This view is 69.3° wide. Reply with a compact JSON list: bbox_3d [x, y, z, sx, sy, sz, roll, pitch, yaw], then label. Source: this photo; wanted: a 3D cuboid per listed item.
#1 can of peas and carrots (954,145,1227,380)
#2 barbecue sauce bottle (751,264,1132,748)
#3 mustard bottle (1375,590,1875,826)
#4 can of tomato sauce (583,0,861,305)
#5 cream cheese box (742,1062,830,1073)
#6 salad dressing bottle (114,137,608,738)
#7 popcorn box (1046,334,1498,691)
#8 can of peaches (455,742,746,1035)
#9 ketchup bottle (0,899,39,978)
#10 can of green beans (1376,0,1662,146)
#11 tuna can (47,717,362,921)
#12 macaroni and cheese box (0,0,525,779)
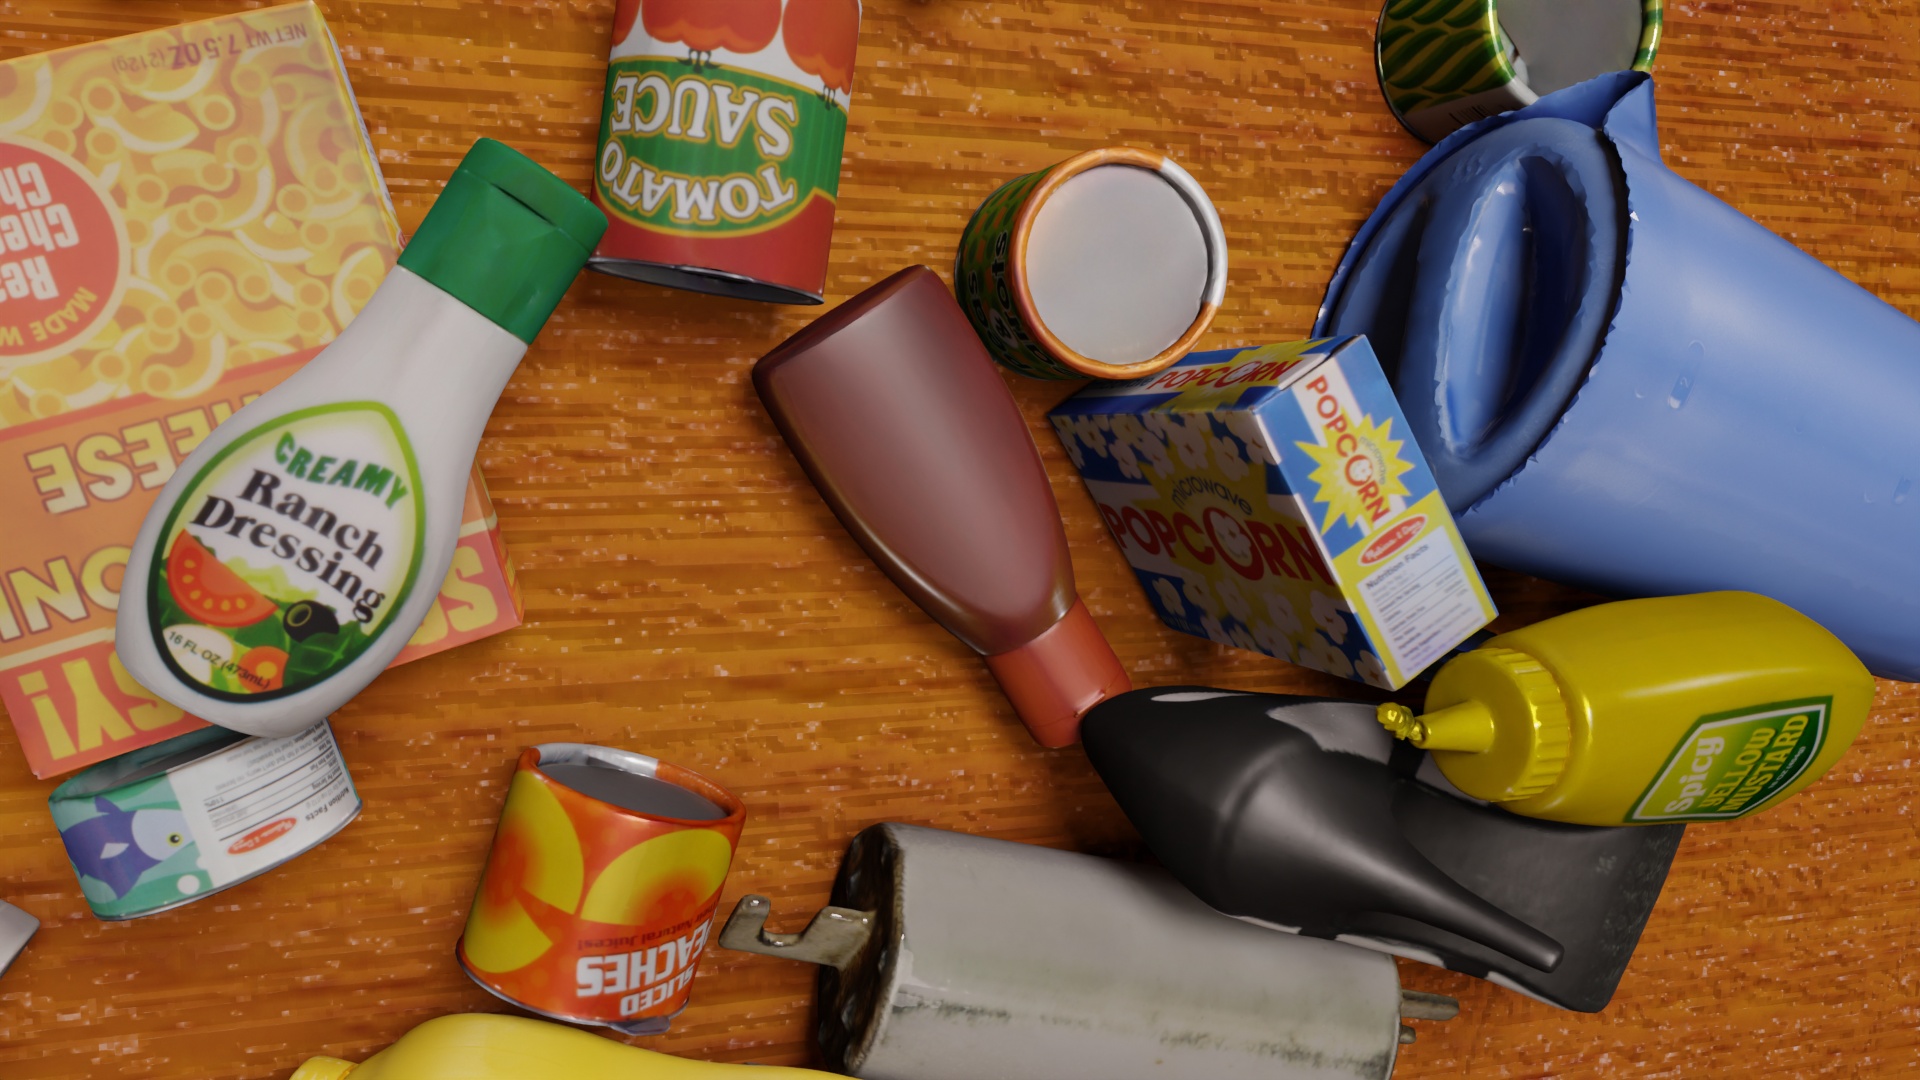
[{"bbox_3d":[0.036,-0.079,0.414,0.071,0.059,0.071,-2,97,-16],"label":"can of peas and carrots"},{"bbox_3d":[0.002,-0.005,0.421,0.065,0.044,0.148,-35,105,-10],"label":"barbecue sauce bottle"},{"bbox_3d":[0.177,0.049,0.380,0.160,0.049,0.065,-1,126,-26],"label":"mustard bottle"},{"bbox_3d":[-0.064,-0.110,0.375,0.071,0.071,0.083,7,94,-17],"label":"can of tomato sauce"},{"bbox_3d":[-0.026,0.203,0.447,0.104,0.024,0.053,14,94,-17],"label":"cream cheese box"},{"bbox_3d":[-0.140,-0.026,0.334,0.064,0.044,0.148,33,85,-16],"label":"salad dressing bottle"},{"bbox_3d":[0.082,-0.011,0.400,0.038,0.126,0.085,-33,104,-15],"label":"popcorn box"},{"bbox_3d":[-0.098,0.095,0.389,0.071,0.071,0.058,18,91,-17],"label":"can of peaches"},{"bbox_3d":[-0.308,0.073,0.339,0.148,0.043,0.065,38,86,-17],"label":"ketchup bottle"},{"bbox_3d":[0.178,-0.163,0.446,0.071,0.058,0.071,-2,97,-16],"label":"can of green beans"},{"bbox_3d":[-0.196,0.068,0.361,0.071,0.071,0.032,-19,101,-13],"label":"tuna can"},{"bbox_3d":[-0.199,-0.039,0.360,0.124,0.040,0.166,-18,101,-14],"label":"macaroni and cheese box"}]
